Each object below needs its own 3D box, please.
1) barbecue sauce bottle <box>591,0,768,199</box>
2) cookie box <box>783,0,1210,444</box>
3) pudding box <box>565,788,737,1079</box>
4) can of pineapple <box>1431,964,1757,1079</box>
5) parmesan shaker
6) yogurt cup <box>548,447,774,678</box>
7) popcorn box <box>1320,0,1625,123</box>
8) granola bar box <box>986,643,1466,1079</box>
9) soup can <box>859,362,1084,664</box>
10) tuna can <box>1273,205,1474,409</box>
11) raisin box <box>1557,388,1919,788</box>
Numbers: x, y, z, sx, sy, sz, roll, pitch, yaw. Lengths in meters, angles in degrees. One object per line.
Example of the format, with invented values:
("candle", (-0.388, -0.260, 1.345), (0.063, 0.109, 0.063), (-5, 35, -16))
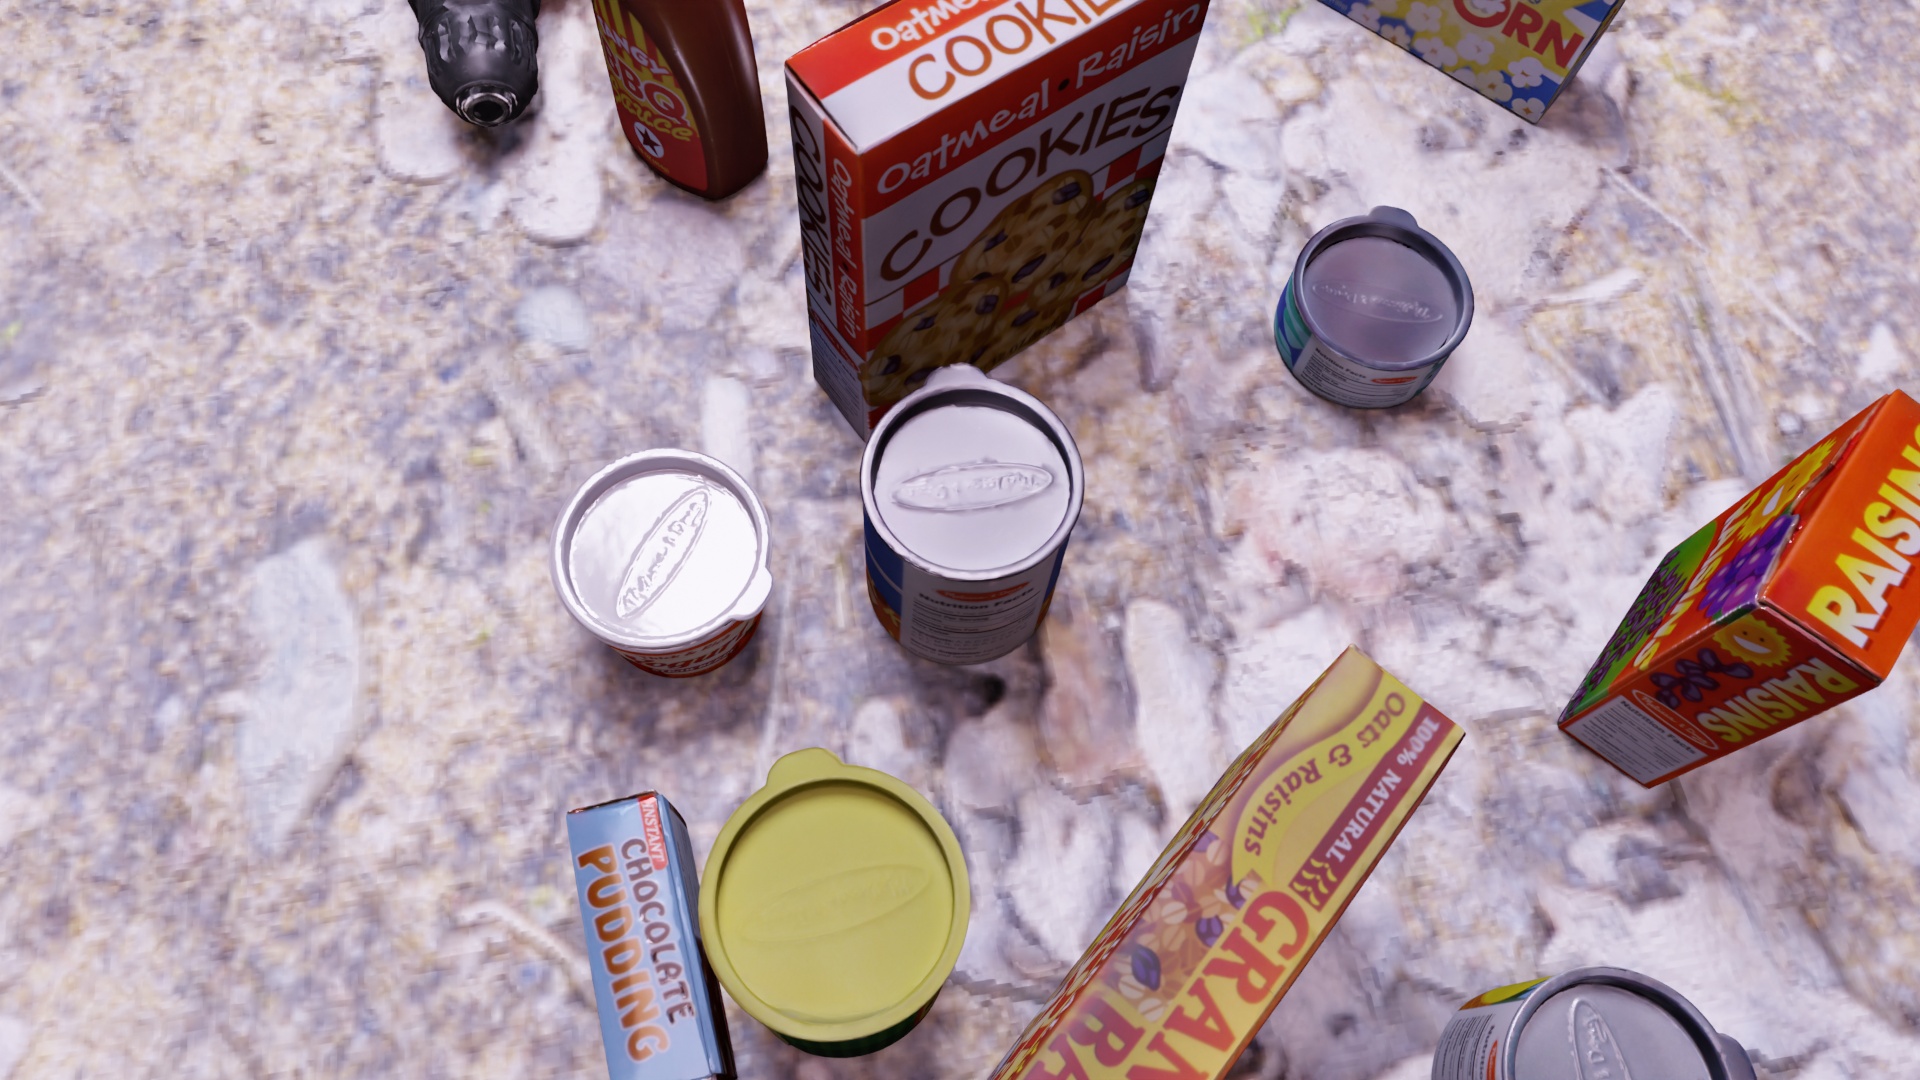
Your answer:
("barbecue sauce bottle", (-0.101, -0.185, 0.481), (0.065, 0.148, 0.044), (40, 71, 13))
("cookie box", (0.008, -0.112, 0.446), (0.123, 0.166, 0.040), (-33, 73, -15))
("pudding box", (-0.089, 0.120, 0.405), (0.030, 0.049, 0.084), (-14, 69, -9))
("can of pineapple", (0.179, 0.159, 0.399), (0.071, 0.057, 0.071), (1, 67, -3))
("parmesan shaker", (-0.033, 0.104, 0.386), (0.071, 0.102, 0.071), (1, 67, -3))
("yogurt cup", (-0.093, 0.011, 0.449), (0.072, 0.053, 0.072), (1, 67, -3))
("popcorn box", (0.200, -0.235, 0.553), (0.127, 0.085, 0.038), (35, 70, 11))
("granola bar box", (0.057, 0.116, 0.375), (0.039, 0.123, 0.166), (39, 71, 12))
("soup can", (0.002, -0.006, 0.445), (0.071, 0.083, 0.071), (1, 67, -3))
("tuna can", (0.152, -0.086, 0.515), (0.071, 0.032, 0.071), (1, 67, -3))
("raisin box", (0.245, 0.020, 0.426), (0.040, 0.123, 0.086), (39, 71, 12))
